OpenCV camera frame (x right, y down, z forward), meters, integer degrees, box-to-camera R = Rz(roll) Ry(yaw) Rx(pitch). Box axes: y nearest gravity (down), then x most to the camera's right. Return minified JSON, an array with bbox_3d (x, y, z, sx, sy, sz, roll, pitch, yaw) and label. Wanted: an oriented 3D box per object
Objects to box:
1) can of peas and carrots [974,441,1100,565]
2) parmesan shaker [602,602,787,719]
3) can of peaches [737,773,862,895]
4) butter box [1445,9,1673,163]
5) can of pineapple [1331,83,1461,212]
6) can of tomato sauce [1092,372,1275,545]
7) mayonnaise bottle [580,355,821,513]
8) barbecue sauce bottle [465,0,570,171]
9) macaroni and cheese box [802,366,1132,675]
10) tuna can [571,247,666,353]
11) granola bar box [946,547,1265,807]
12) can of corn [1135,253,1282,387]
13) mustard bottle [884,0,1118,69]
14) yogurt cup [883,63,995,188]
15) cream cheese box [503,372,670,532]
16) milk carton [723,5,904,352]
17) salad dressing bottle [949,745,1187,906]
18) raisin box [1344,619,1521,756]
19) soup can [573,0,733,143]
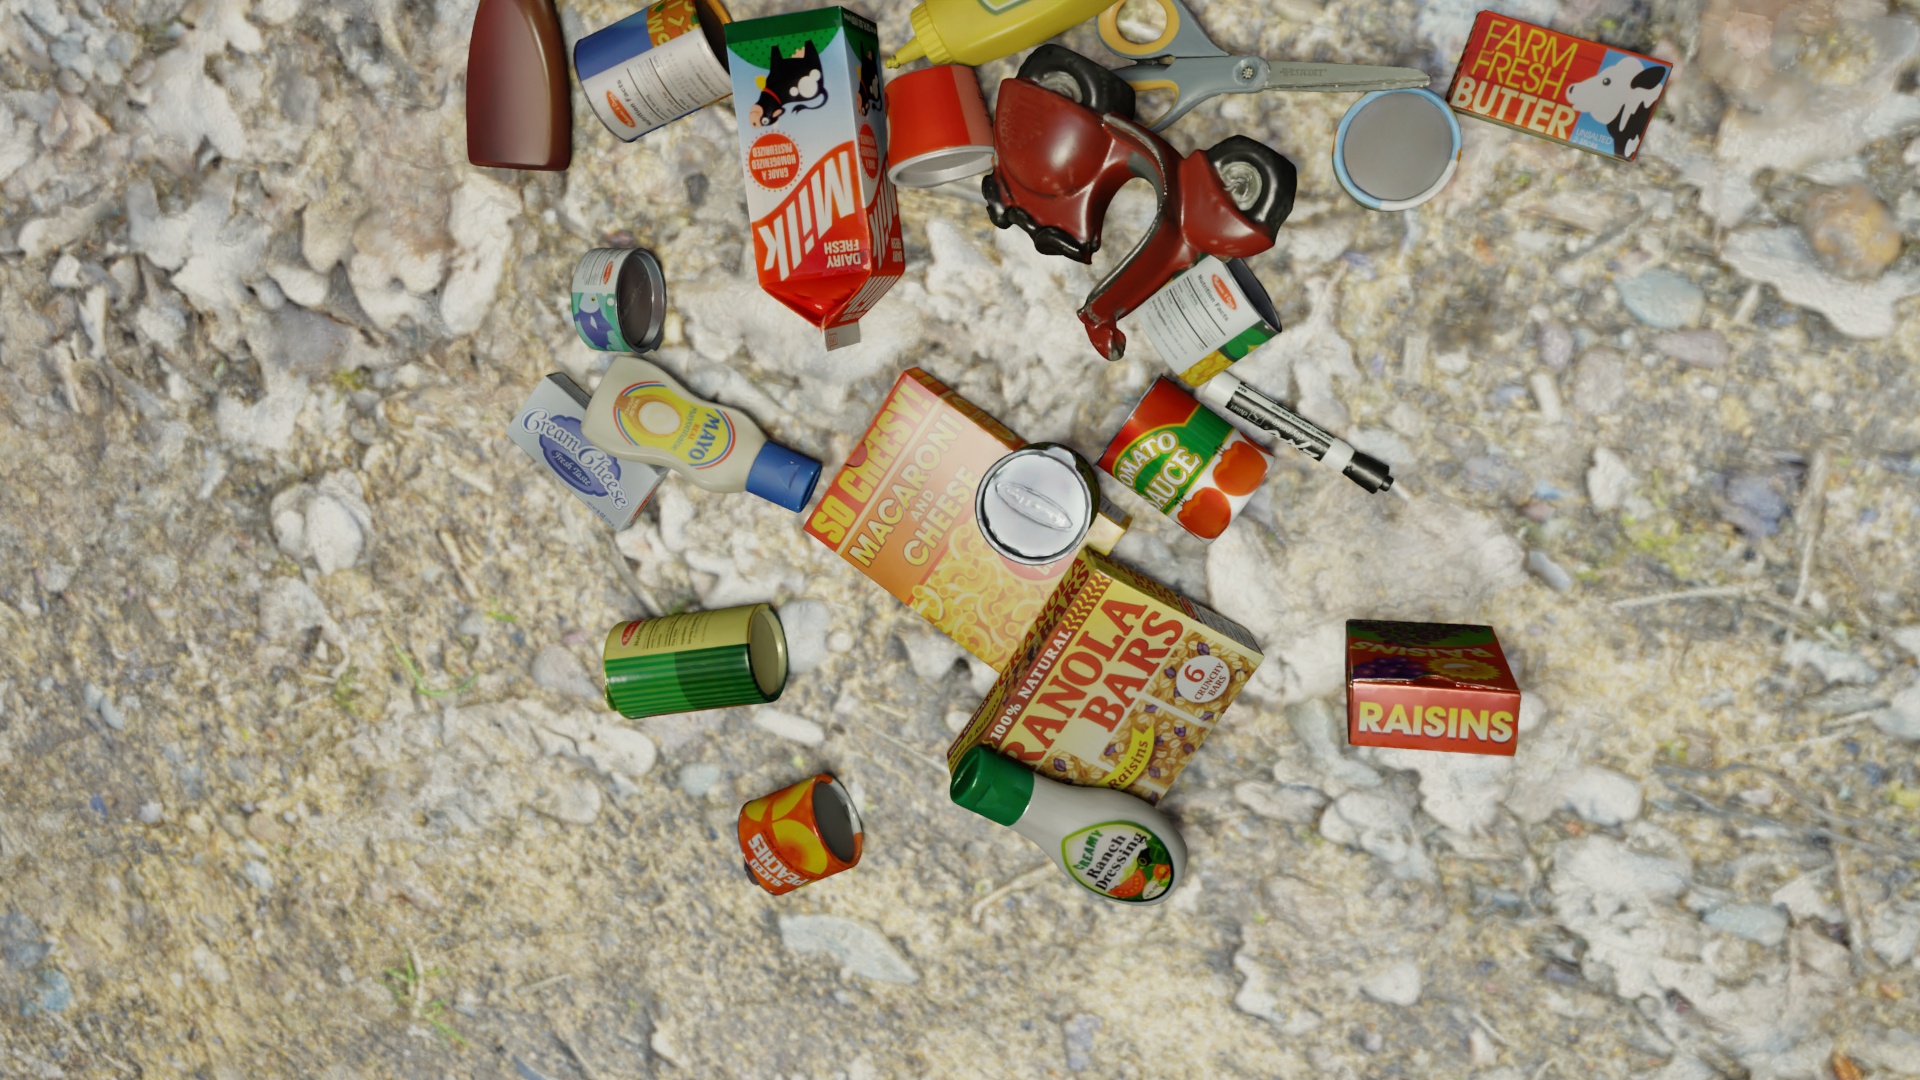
[{"bbox_3d":[0.047,-0.025,0.799,0.071,0.059,0.071,2,98,11],"label":"can of peas and carrots"},{"bbox_3d":[-0.173,0.082,0.912,0.103,0.071,0.071,-8,100,15],"label":"parmesan shaker"},{"bbox_3d":[-0.106,0.196,0.920,0.058,0.071,0.071,-24,95,17],"label":"can of peaches"},{"bbox_3d":[0.318,-0.243,0.744,0.103,0.024,0.053,21,107,9],"label":"butter box"},{"bbox_3d":[0.234,-0.213,0.753,0.071,0.058,0.070,3,103,14],"label":"can of pineapple"},{"bbox_3d":[0.130,-0.046,0.809,0.083,0.071,0.071,36,108,4],"label":"can of tomato sauce"},{"bbox_3d":[-0.163,-0.063,0.888,0.148,0.041,0.065,24,81,2],"label":"mayonnaise bottle"},{"bbox_3d":[-0.277,-0.309,0.870,0.065,0.044,0.148,6,103,13],"label":"barbecue sauce bottle"},{"bbox_3d":[0.003,-0.011,0.864,0.166,0.040,0.123,36,107,4],"label":"macaroni and cheese box"},{"bbox_3d":[-0.215,-0.150,0.878,0.033,0.071,0.071,5,103,14],"label":"tuna can"},{"bbox_3d":[0.086,0.101,0.847,0.124,0.039,0.165,27,109,-16],"label":"granola bar box"},{"bbox_3d":[0.141,-0.129,0.791,0.058,0.071,0.071,-34,92,24],"label":"can of corn"},{"bbox_3d":[0.023,-0.307,0.789,0.160,0.049,0.065,-24,78,22],"label":"mustard bottle"},{"bbox_3d":[-0.013,-0.242,0.808,0.072,0.072,0.054,-10,91,16],"label":"yogurt cup"},{"bbox_3d":[-0.248,-0.059,0.926,0.104,0.024,0.053,41,107,3],"label":"cream cheese box"},{"bbox_3d":[-0.082,-0.210,0.827,0.073,0.072,0.190,-4,101,15],"label":"milk carton"},{"bbox_3d":[0.064,0.169,0.828,0.147,0.044,0.064,28,108,-16],"label":"salad dressing bottle"},{"bbox_3d":[0.259,0.079,0.775,0.086,0.124,0.040,3,103,14],"label":"raisin box"},{"bbox_3d":[-0.179,-0.290,0.840,0.083,0.071,0.071,-19,97,16],"label":"soup can"}]
